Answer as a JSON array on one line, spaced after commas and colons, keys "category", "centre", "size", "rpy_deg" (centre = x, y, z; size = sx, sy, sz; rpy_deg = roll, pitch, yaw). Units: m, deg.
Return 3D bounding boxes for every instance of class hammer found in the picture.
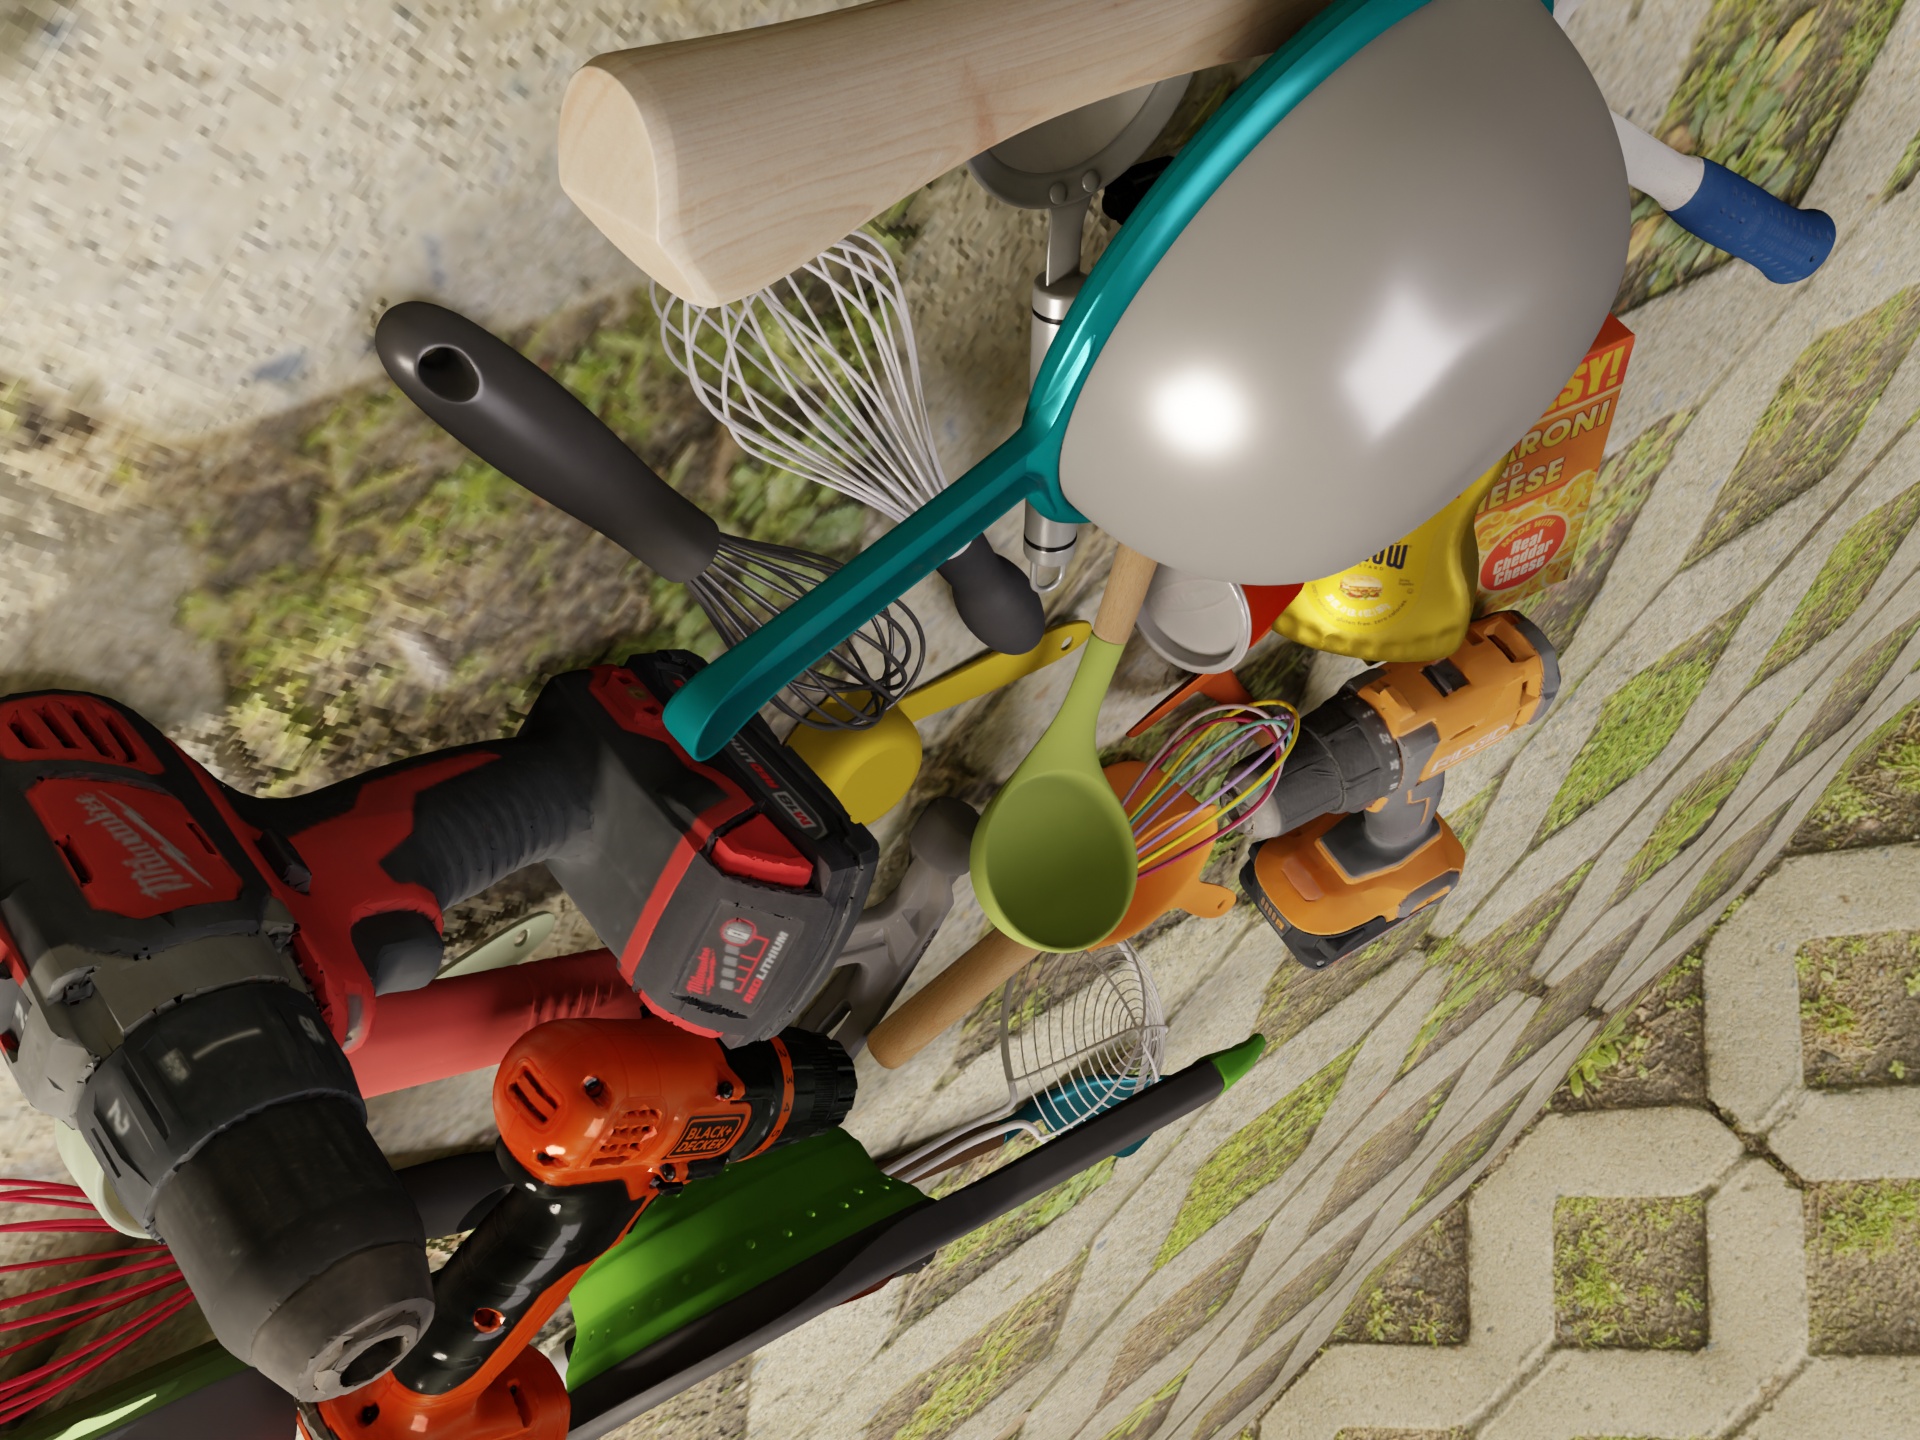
[{"category": "hammer", "centre": [-0.120, 0.102, 0.575], "size": [0.359, 0.037, 0.149], "rpy_deg": [-2, 128, -59]}, {"category": "hammer", "centre": [0.072, -0.196, 0.407], "size": [0.410, 0.038, 0.146], "rpy_deg": [-33, 145, -39]}, {"category": "hammer", "centre": [0.326, -0.246, 0.738], "size": [0.405, 0.035, 0.144], "rpy_deg": [-5, 130, -47]}]

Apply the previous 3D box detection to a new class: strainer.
[{"category": "strainer", "centre": [-0.248, 0.256, 0.566], "size": [0.256, 0.069, 0.151], "rpy_deg": [-11, 159, -49]}, {"category": "strainer", "centre": [0.076, -0.073, 0.452], "size": [0.340, 0.095, 0.210], "rpy_deg": [-39, 165, -18]}, {"category": "strainer", "centre": [0.029, -0.138, 0.487], "size": [0.087, 0.050, 0.258], "rpy_deg": [-25, 140, -23]}]

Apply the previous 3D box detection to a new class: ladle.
[{"category": "ladle", "centre": [0.072, -0.051, 0.615], "size": [0.078, 0.062, 0.320], "rpy_deg": [2, 118, -30]}]

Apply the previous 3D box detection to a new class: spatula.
[{"category": "spatula", "centre": [0.011, 0.260, 0.945], "size": [0.317, 0.044, 0.082], "rpy_deg": [-6, 135, -45]}, {"category": "spatula", "centre": [0.162, 0.009, 0.835], "size": [0.081, 0.041, 0.322], "rpy_deg": [-39, 152, 11]}]

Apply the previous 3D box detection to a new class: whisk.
[{"category": "whisk", "centre": [0.056, 0.073, 0.718], "size": [0.245, 0.047, 0.051], "rpy_deg": [-40, 150, 2]}, {"category": "whisk", "centre": [-0.250, 0.176, 0.529], "size": [0.073, 0.073, 0.295], "rpy_deg": [-53, 155, 13]}, {"category": "whisk", "centre": [-0.079, -0.053, 0.472], "size": [0.055, 0.055, 0.238], "rpy_deg": [-48, 145, 3]}, {"category": "whisk", "centre": [-0.017, -0.078, 0.510], "size": [0.070, 0.070, 0.284], "rpy_deg": [-45, 154, 0]}]

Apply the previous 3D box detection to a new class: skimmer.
[{"category": "skimmer", "centre": [-0.048, 0.230, 0.836], "size": [0.363, 0.090, 0.127], "rpy_deg": [-29, 109, -6]}]

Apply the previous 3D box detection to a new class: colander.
[{"category": "colander", "centre": [-0.033, 0.202, 0.734], "size": [0.397, 0.094, 0.204], "rpy_deg": [-21, 162, -25]}]

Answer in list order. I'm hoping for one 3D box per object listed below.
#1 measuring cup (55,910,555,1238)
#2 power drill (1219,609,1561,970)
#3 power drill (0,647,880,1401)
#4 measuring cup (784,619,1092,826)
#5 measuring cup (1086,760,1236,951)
[{"category": "measuring cup", "centre": [-0.206, 0.096, 0.512], "size": [0.167, 0.038, 0.083], "rpy_deg": [-33, 144, -45]}, {"category": "power drill", "centre": [0.211, 0.050, 0.858], "size": [0.185, 0.084, 0.226], "rpy_deg": [-26, 150, -16]}, {"category": "power drill", "centre": [-0.126, 0.060, 0.417], "size": [0.226, 0.188, 0.080], "rpy_deg": [-8, 135, -51]}, {"category": "measuring cup", "centre": [-0.001, -0.002, 0.637], "size": [0.156, 0.029, 0.062], "rpy_deg": [-26, 144, -26]}, {"category": "measuring cup", "centre": [0.097, 0.072, 0.822], "size": [0.095, 0.052, 0.173], "rpy_deg": [-50, 151, 8]}]
